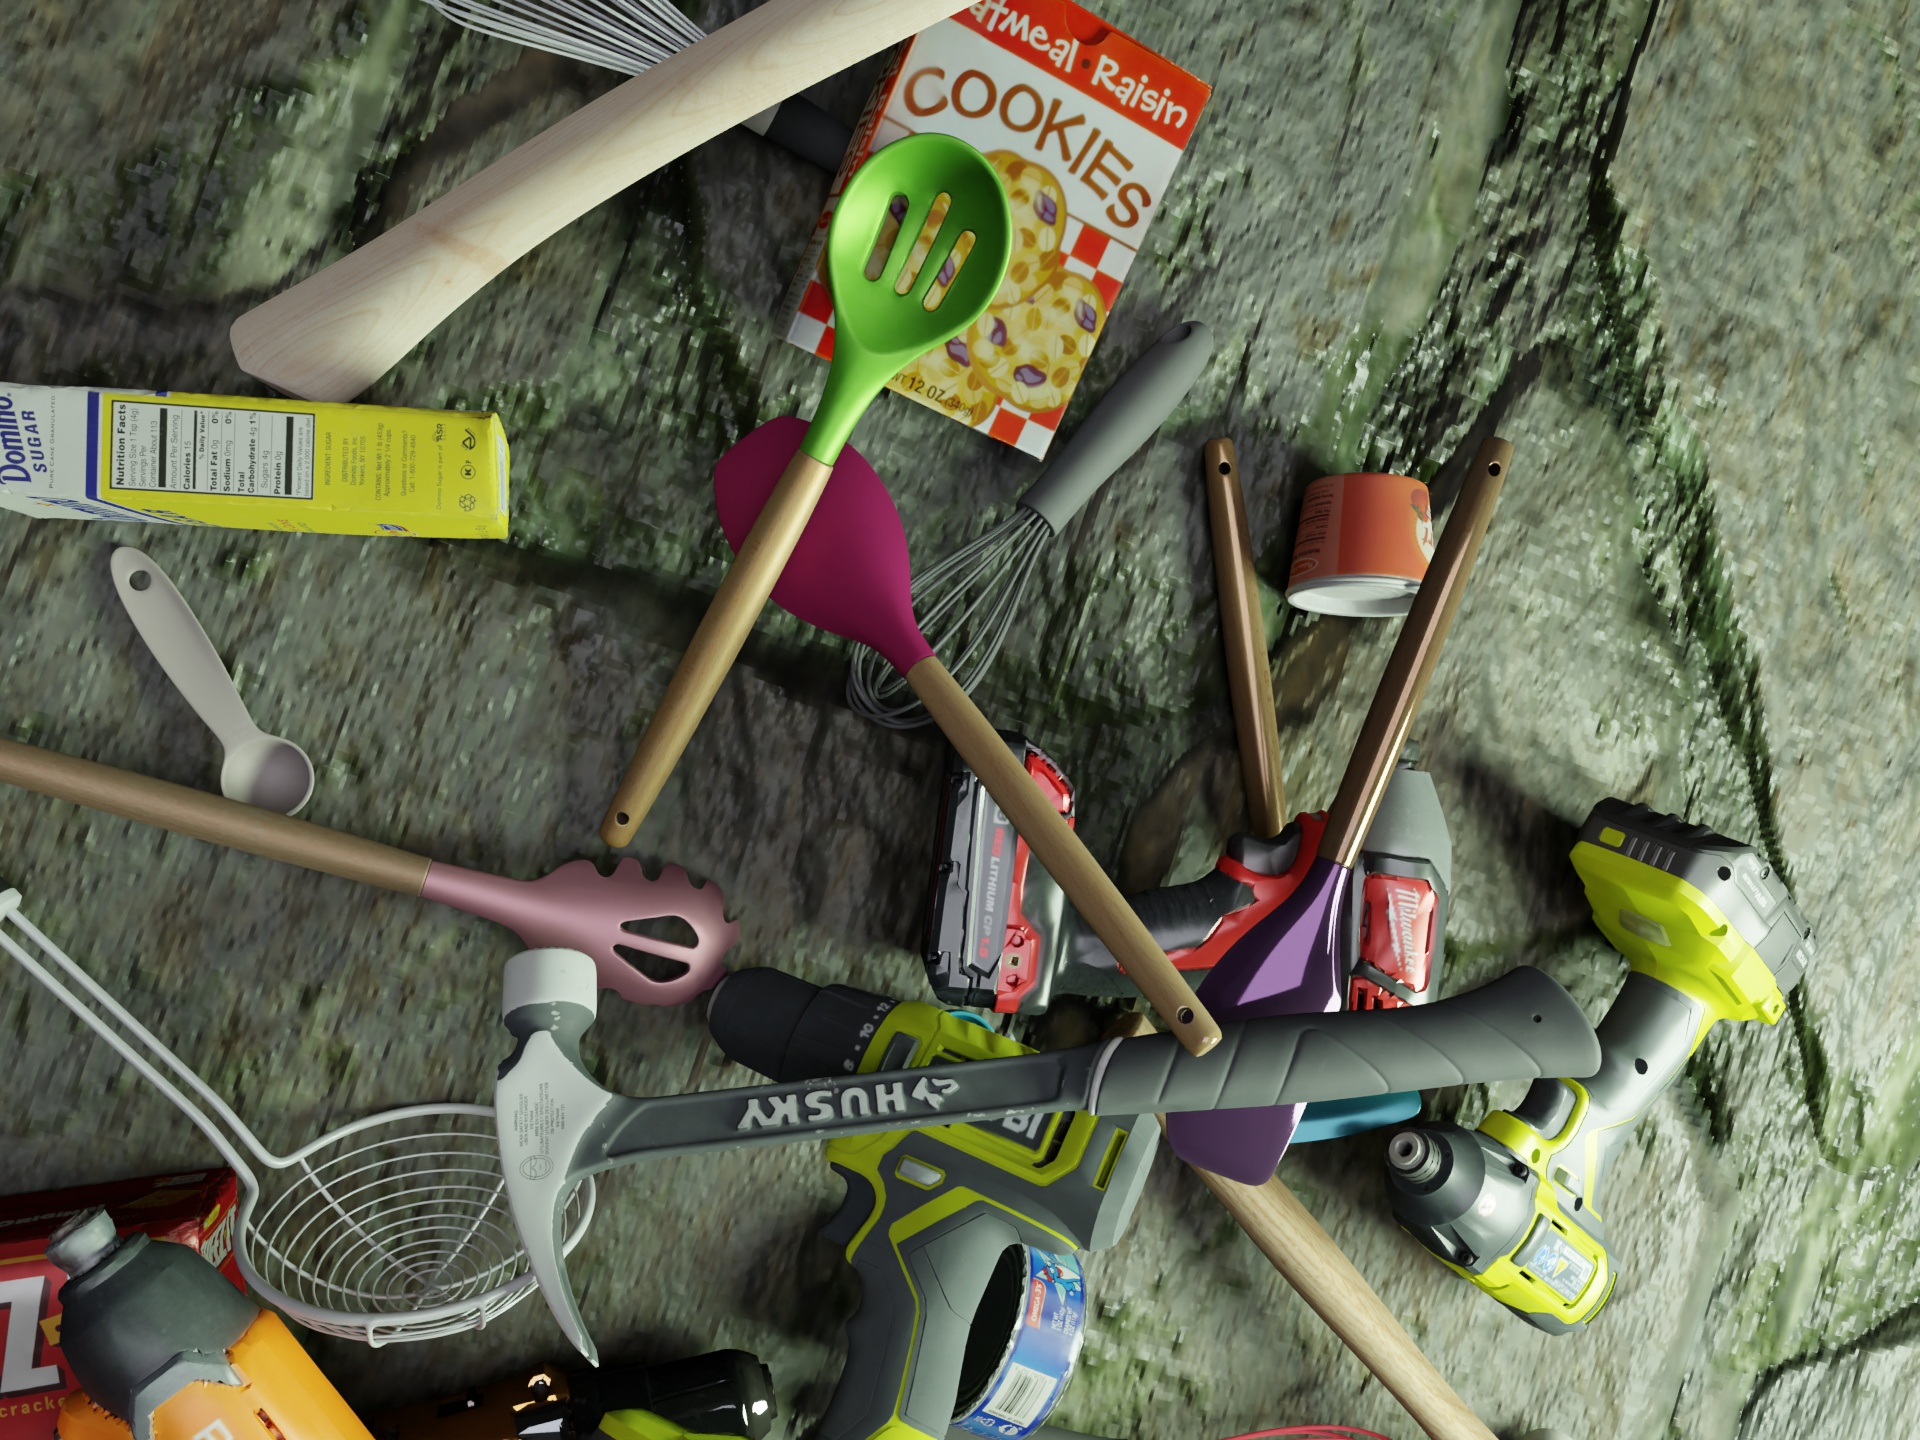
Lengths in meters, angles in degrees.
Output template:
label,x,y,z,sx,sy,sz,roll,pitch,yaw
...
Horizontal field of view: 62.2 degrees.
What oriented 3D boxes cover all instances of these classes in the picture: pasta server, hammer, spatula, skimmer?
label,x,y,z,sx,sy,sz,roll,pitch,yaw
pasta server,-0.236,0.053,0.622,0.316,0.040,0.060,19,88,-17
hammer,0.035,0.138,0.589,0.409,0.036,0.149,-5,59,-4
hammer,0.175,0.266,0.716,0.031,0.130,0.331,-39,93,23
spatula,0.157,0.032,0.637,0.060,0.018,0.316,23,88,-3
spatula,0.142,0.028,0.723,0.082,0.044,0.317,-9,93,-4
hammer,-0.096,-0.244,0.593,0.410,0.038,0.146,-28,76,5
skimmer,-0.298,0.095,0.589,0.363,0.127,0.090,44,113,-5

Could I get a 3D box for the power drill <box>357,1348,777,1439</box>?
label,x,y,z,sx,sy,sz,roll,pitch,yaw
power drill,-0.153,0.374,0.642,0.185,0.084,0.226,-10,90,-16

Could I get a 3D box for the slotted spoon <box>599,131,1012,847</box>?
label,x,y,z,sx,sy,sz,roll,pitch,yaw
slotted spoon,-0.072,-0.084,0.636,0.070,0.031,0.313,29,101,-4

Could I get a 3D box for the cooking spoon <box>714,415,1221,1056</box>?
label,x,y,z,sx,sy,sz,roll,pitch,yaw
cooking spoon,-0.001,-0.002,0.625,0.069,0.017,0.319,-37,71,0

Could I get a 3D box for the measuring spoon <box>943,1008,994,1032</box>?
label,x,y,z,sx,sy,sz,roll,pitch,yaw
measuring spoon,0.031,0.161,0.716,0.128,0.021,0.042,22,88,-23

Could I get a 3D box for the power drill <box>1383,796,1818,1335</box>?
label,x,y,z,sx,sy,sz,roll,pitch,yaw
power drill,0.285,0.155,0.724,0.171,0.080,0.223,40,81,-37

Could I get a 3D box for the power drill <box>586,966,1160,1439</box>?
label,x,y,z,sx,sy,sz,roll,pitch,yaw
power drill,-0.050,0.216,0.616,0.190,0.080,0.229,20,67,17

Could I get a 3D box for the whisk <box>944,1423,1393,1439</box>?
label,x,y,z,sx,sy,sz,roll,pitch,yaw
whisk,0.092,0.338,0.712,0.295,0.073,0.073,15,88,-9

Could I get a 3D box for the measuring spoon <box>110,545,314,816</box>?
label,x,y,z,sx,sy,sz,roll,pitch,yaw
measuring spoon,-0.297,-0.014,0.629,0.034,0.018,0.124,-32,92,-13

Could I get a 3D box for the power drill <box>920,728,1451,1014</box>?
label,x,y,z,sx,sy,sz,roll,pitch,yaw
power drill,0.099,0.066,0.674,0.219,0.078,0.143,8,89,-4

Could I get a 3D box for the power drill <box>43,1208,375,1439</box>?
label,x,y,z,sx,sy,sz,roll,pitch,yaw
power drill,-0.318,0.281,0.523,0.226,0.084,0.164,-36,98,-16

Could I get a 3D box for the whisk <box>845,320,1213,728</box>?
label,x,y,z,sx,sy,sz,roll,pitch,yaw
whisk,0.035,-0.089,0.692,0.055,0.055,0.239,43,78,-12

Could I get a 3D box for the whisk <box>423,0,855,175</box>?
label,x,y,z,sx,sy,sz,roll,pitch,yaw
whisk,-0.110,-0.270,0.646,0.284,0.070,0.070,25,85,-19
